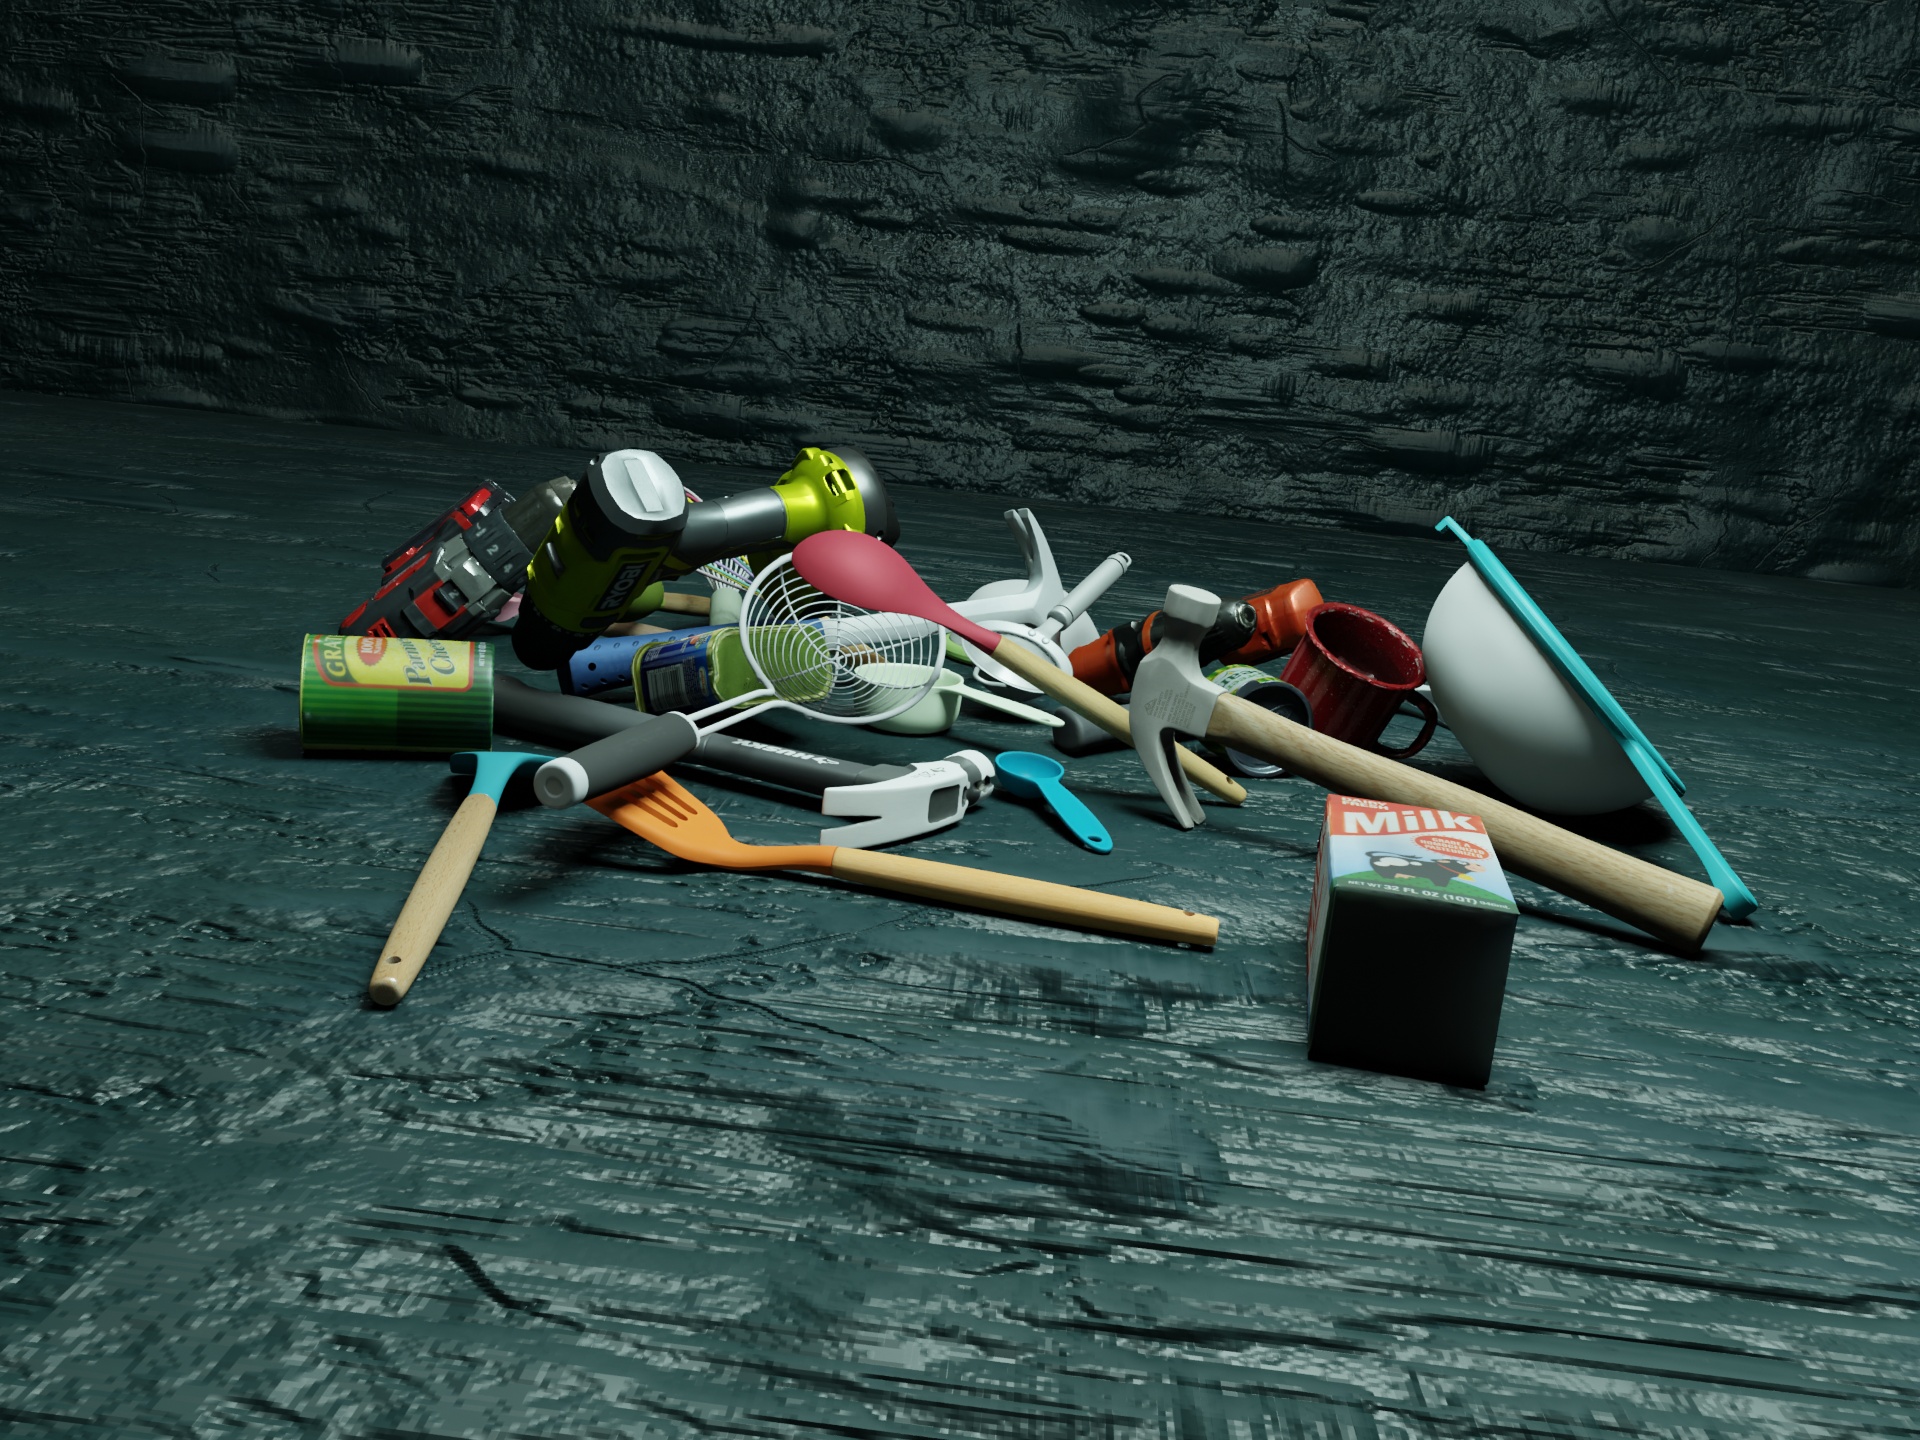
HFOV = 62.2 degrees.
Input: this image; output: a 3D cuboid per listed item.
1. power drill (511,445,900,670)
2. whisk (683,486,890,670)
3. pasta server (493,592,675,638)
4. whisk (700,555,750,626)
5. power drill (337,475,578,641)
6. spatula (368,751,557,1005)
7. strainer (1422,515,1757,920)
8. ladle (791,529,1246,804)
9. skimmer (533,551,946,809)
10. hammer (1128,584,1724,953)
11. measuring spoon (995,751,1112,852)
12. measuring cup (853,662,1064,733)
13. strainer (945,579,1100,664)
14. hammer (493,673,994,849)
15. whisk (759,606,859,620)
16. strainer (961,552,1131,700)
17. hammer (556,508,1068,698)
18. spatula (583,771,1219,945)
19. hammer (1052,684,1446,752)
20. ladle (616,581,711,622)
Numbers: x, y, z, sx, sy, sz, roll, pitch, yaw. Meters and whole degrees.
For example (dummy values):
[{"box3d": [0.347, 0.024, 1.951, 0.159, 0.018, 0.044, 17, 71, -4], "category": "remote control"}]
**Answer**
[{"box3d": [-0.171, -0.103, 1.029, 0.228, 0.080, 0.190, -13, -21, -41], "category": "power drill"}, {"box3d": [-0.146, -0.100, 1.179, 0.244, 0.047, 0.051, 36, 18, -21], "category": "whisk"}, {"box3d": [-0.279, -0.066, 1.255, 0.316, 0.040, 0.060, 13, 14, 14], "category": "pasta server"}, {"box3d": [-0.185, -0.098, 1.253, 0.059, 0.057, 0.247, -27, 33, 11], "category": "whisk"}, {"box3d": [-0.343, -0.115, 1.137, 0.188, 0.080, 0.227, -38, 18, -1], "category": "power drill"}, {"box3d": [-0.227, 0.061, 0.740, 0.082, 0.044, 0.318, 5, 18, -7], "category": "spatula"}, {"box3d": [0.377, 0.025, 0.999, 0.210, 0.095, 0.341, 40, 22, -28], "category": "strainer"}, {"box3d": [0.042, -0.030, 0.957, 0.315, 0.031, 0.069, 31, 35, -11], "category": "ladle"}, {"box3d": [-0.109, -0.028, 0.851, 0.127, 0.090, 0.363, 38, 19, 7], "category": "skimmer"}, {"box3d": [0.239, 0.042, 0.866, 0.331, 0.130, 0.031, 25, 20, 27], "category": "hammer"}, {"box3d": [0.055, 0.053, 0.919, 0.042, 0.021, 0.129, 1, 23, -23], "category": "measuring spoon"}, {"box3d": [-0.002, -0.003, 1.078, 0.168, 0.038, 0.083, 17, 17, 34], "category": "measuring cup"}, {"box3d": [0.028, -0.100, 1.427, 0.151, 0.069, 0.257, -4, 18, -37], "category": "strainer"}, {"box3d": [-0.159, 0.016, 0.928, 0.335, 0.035, 0.146, 12, 14, 24], "category": "hammer"}, {"box3d": [-0.129, -0.077, 1.288, 0.055, 0.055, 0.239, 8, 11, 10], "category": "whisk"}, {"box3d": [0.073, -0.072, 1.214, 0.087, 0.050, 0.258, 32, 42, 14], "category": "strainer"}, {"box3d": [-0.095, -0.069, 1.170, 0.405, 0.144, 0.035, -10, 5, -30], "category": "hammer"}, {"box3d": [-0.036, 0.064, 0.765, 0.322, 0.041, 0.081, 9, 13, 11], "category": "spatula"}, {"box3d": [0.223, -0.008, 1.202, 0.408, 0.036, 0.149, -7, 19, -41], "category": "hammer"}, {"box3d": [-0.232, -0.107, 1.290, 0.078, 0.062, 0.320, 23, 6, 9], "category": "ladle"}]
